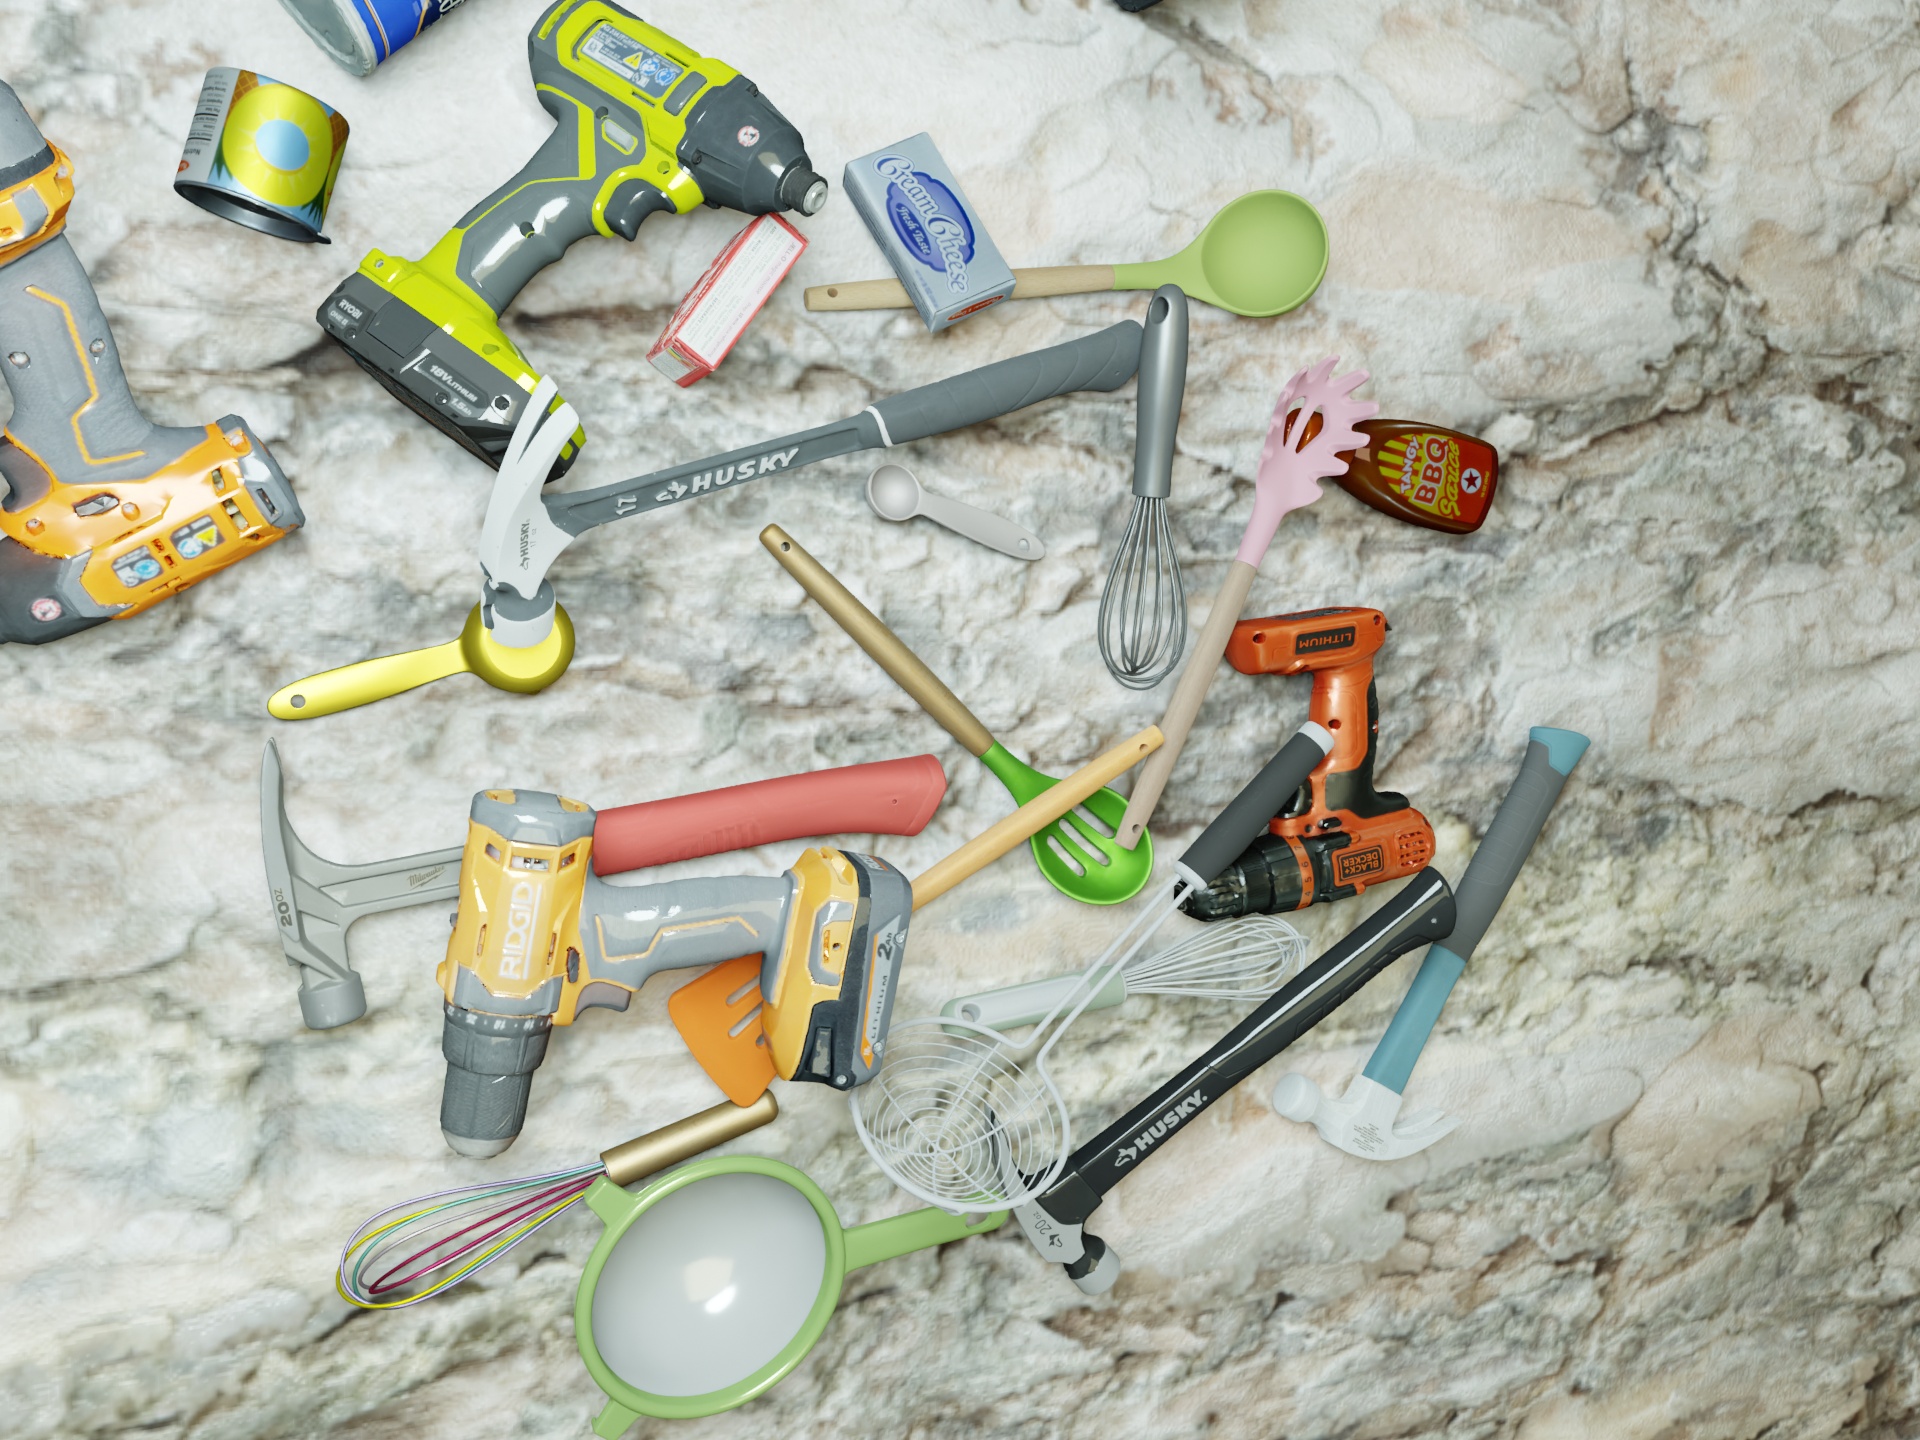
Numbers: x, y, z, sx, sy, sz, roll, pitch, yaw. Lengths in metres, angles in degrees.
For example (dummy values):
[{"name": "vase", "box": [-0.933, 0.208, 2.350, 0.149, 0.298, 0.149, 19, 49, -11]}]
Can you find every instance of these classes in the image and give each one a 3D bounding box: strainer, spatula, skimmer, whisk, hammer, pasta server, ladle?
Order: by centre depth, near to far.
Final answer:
[{"name": "hammer", "box": [-0.058, -0.155, 0.839, 0.409, 0.149, 0.036, -23, 63, -31]}, {"name": "hammer", "box": [-0.180, 0.054, 0.859, 0.359, 0.037, 0.149, -10, 99, -21]}, {"name": "whisk", "box": [-0.211, 0.257, 0.861, 0.245, 0.047, 0.051, -19, 100, -23]}, {"name": "strainer", "box": [-0.098, 0.293, 0.899, 0.256, 0.069, 0.151, -6, 105, -28]}, {"name": "skimmer", "box": [0.090, 0.125, 0.907, 0.127, 0.090, 0.363, 40, 80, 22]}, {"name": "spatula", "box": [-0.015, 0.097, 0.912, 0.322, 0.041, 0.081, -33, 105, -5]}, {"name": "ladle", "box": [0.067, -0.261, 0.922, 0.320, 0.062, 0.078, -9, 81, -19]}, {"name": "whisk", "box": [0.114, -0.134, 0.938, 0.055, 0.055, 0.239, -3, 106, -22]}, {"name": "pasta server", "box": [0.163, -0.068, 0.950, 0.060, 0.040, 0.316, 24, 88, -15]}, {"name": "hammer", "box": [0.165, 0.202, 0.971, 0.335, 0.035, 0.146, -38, 114, -1]}, {"name": "whisk", "box": [0.105, 0.161, 0.981, 0.246, 0.059, 0.058, -9, 66, -17]}, {"name": "hammer", "box": [0.338, 0.146, 1.081, 0.128, 0.033, 0.331, 33, 82, -21]}]

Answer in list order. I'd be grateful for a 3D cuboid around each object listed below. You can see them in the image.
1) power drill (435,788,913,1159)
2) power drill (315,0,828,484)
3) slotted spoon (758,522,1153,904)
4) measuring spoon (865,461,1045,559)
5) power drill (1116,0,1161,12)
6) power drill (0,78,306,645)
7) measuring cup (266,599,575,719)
[{"name": "power drill", "box": [-0.153, 0.140, 0.820, 0.226, 0.084, 0.185, 10, 95, -19]}, {"name": "power drill", "box": [-0.185, -0.233, 0.776, 0.171, 0.080, 0.223, 35, 82, 15]}, {"name": "slotted spoon", "box": [-0.001, -0.003, 0.932, 0.313, 0.031, 0.070, 44, 78, -18]}, {"name": "measuring spoon", "box": [-0.004, -0.116, 0.929, 0.124, 0.018, 0.034, 18, 71, -29]}, {"name": "power drill", "box": [0.081, -0.505, 0.836, 0.226, 0.188, 0.080, 45, 79, -24]}, {"name": "power drill", "box": [-0.414, -0.139, 0.689, 0.164, 0.084, 0.226, -33, 132, -16]}, {"name": "measuring cup", "box": [-0.273, -0.027, 0.815, 0.156, 0.029, 0.062, -19, 102, -22]}]
